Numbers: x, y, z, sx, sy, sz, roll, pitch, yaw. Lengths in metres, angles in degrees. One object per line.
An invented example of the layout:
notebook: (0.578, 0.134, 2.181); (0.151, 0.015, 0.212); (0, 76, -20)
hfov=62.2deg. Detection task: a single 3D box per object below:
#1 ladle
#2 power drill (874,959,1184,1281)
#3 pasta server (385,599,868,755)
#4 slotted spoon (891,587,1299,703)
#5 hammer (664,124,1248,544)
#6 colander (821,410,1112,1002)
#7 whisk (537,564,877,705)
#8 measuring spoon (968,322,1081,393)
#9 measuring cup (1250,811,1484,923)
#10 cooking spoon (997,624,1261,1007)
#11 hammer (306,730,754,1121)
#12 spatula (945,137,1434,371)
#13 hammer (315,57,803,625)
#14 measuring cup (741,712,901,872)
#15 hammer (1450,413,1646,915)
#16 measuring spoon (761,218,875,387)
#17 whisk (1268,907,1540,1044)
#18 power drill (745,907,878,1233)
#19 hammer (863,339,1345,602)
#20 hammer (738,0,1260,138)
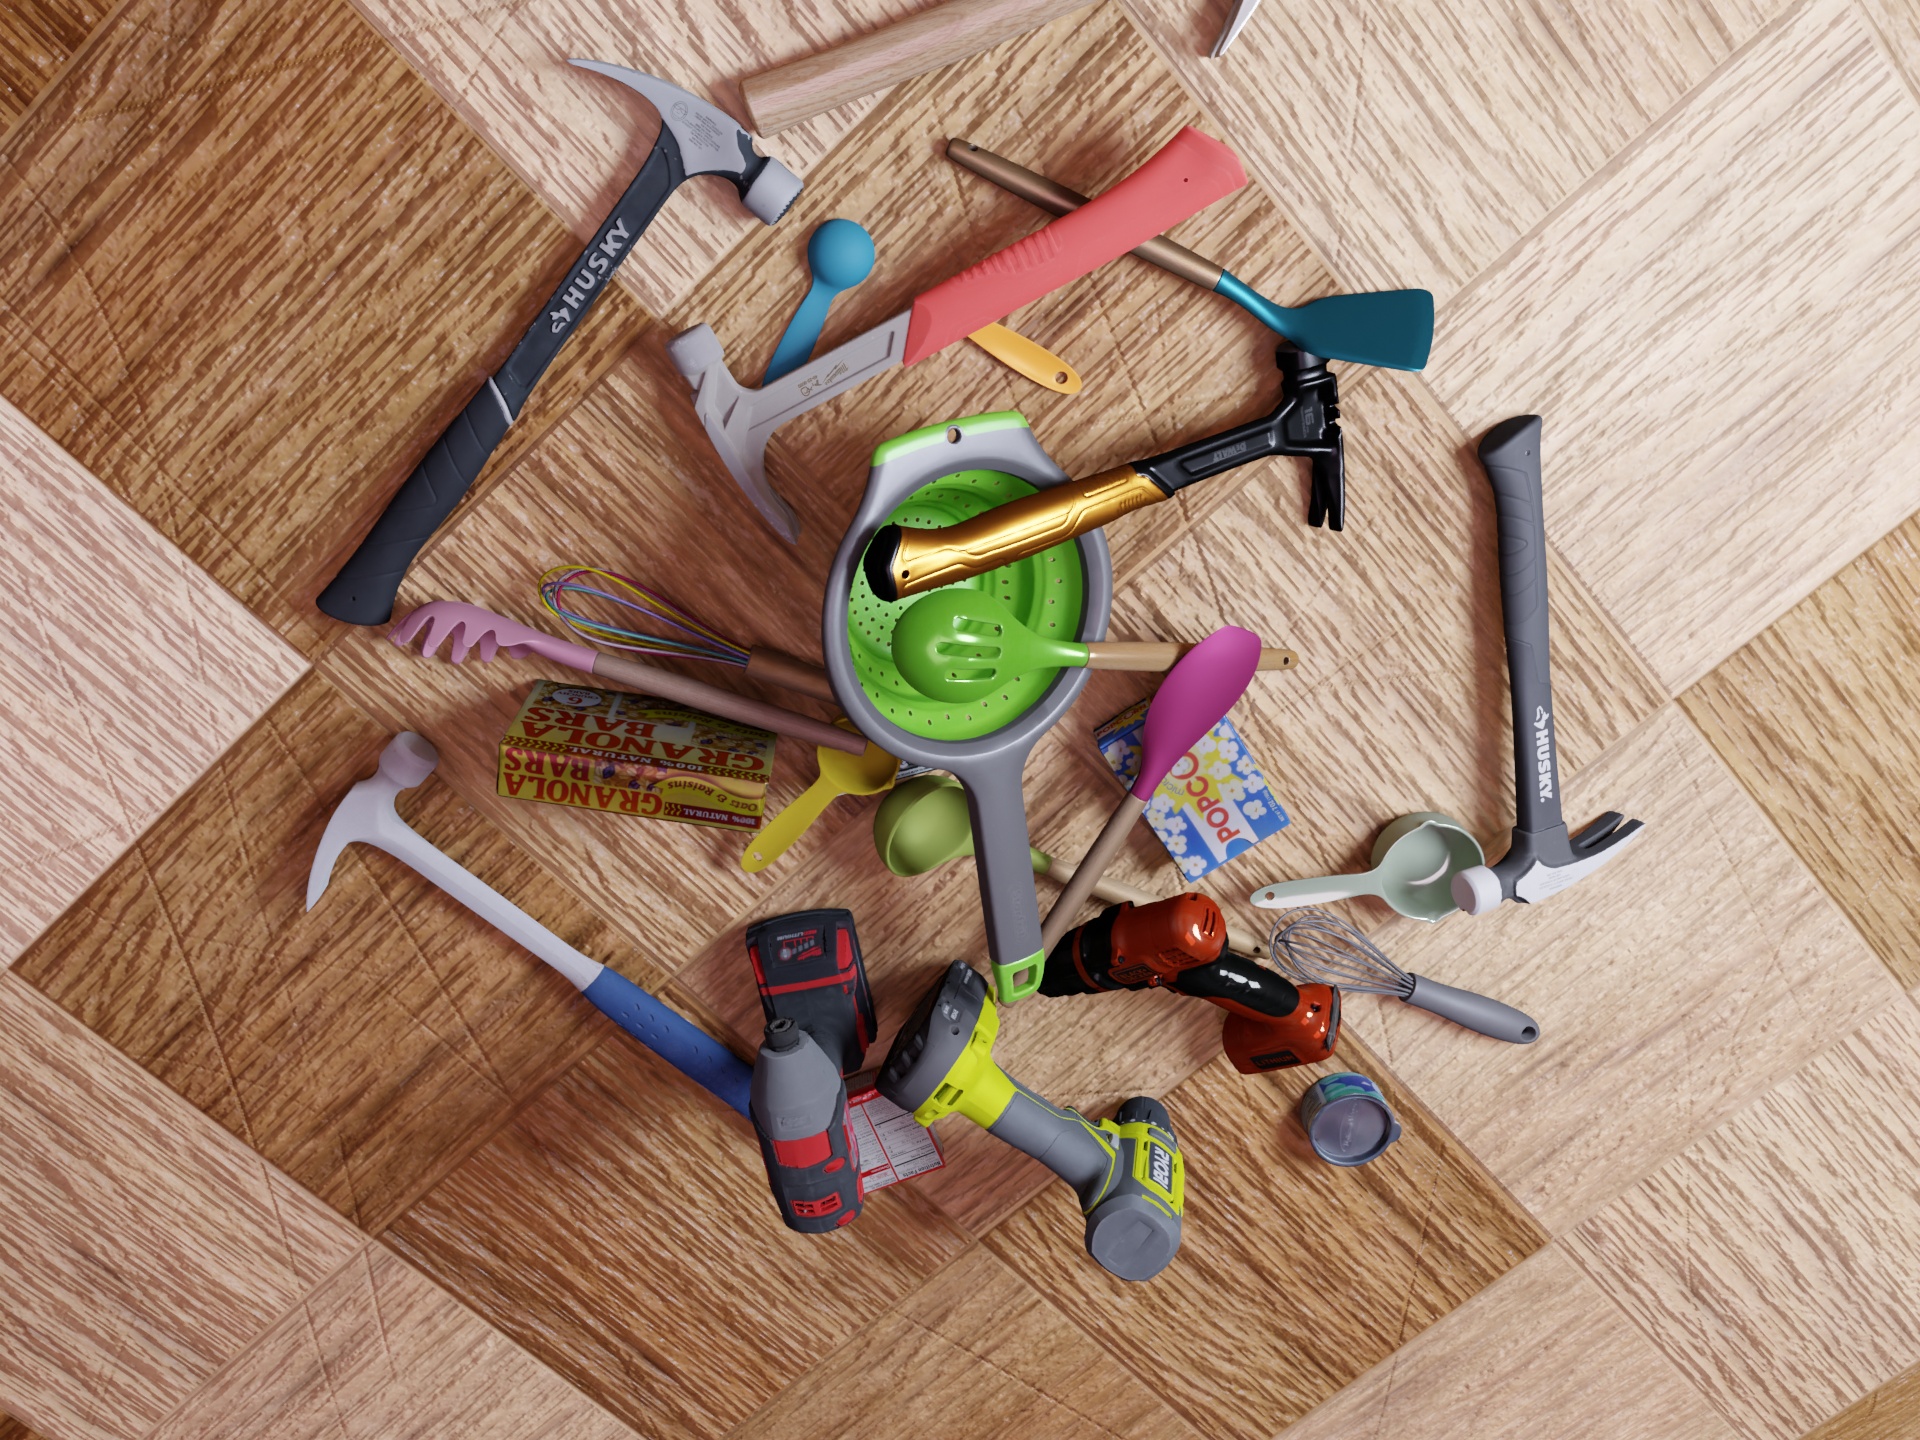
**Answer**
ladle: (0.087, 0.118, 1.128); (0.320, 0.062, 0.078); (22, 108, -14)
power drill: (0.062, 0.276, 1.134); (0.228, 0.190, 0.080); (36, 106, -1)
pasta server: (-0.215, -0.022, 1.041); (0.316, 0.060, 0.040); (17, 80, -1)
slotted spoon: (0.099, -0.043, 1.012); (0.313, 0.031, 0.070); (0, 102, -33)
hammer: (0.007, -0.244, 0.965); (0.359, 0.037, 0.149); (-24, 114, 15)
colander: (-0.002, -0.003, 1.037); (0.204, 0.095, 0.396); (-19, 114, -25)
whisk: (-0.161, -0.050, 1.056); (0.245, 0.051, 0.047); (19, 103, -13)
measuring spoon: (0.027, -0.240, 1.012); (0.116, 0.011, 0.021); (27, 107, -16)
measuring cup: (0.289, 0.109, 1.145); (0.167, 0.038, 0.083); (-9, 111, 2)
cooking spoon: (0.108, 0.072, 1.079); (0.068, 0.017, 0.318); (16, 114, -37)
hammer: (-0.277, 0.182, 1.142); (0.405, 0.035, 0.144); (40, 104, -16)
spatula: (0.140, -0.291, 0.977); (0.317, 0.082, 0.044); (23, 143, -7)
hammer: (-0.279, -0.218, 0.988); (0.149, 0.036, 0.409); (37, 105, -14)
measuring cup: (-0.098, 0.050, 1.091); (0.062, 0.029, 0.156); (42, 115, -9)
hammer: (0.391, -0.039, 1.082); (0.146, 0.035, 0.334); (-15, 107, -18)
measuring spoon: (-0.094, -0.250, 0.992); (0.042, 0.021, 0.128); (25, 107, -12)
whisk: (0.333, 0.195, 1.179); (0.238, 0.055, 0.055); (22, 108, -16)
power drill: (-0.103, 0.221, 1.067); (0.078, 0.220, 0.143); (-11, 112, 1)
hammer: (0.096, -0.132, 0.972); (0.337, 0.034, 0.127); (-21, 114, -22)
hammer: (0.030, -0.414, 0.932); (0.331, 0.031, 0.130); (-20, 110, 5)
